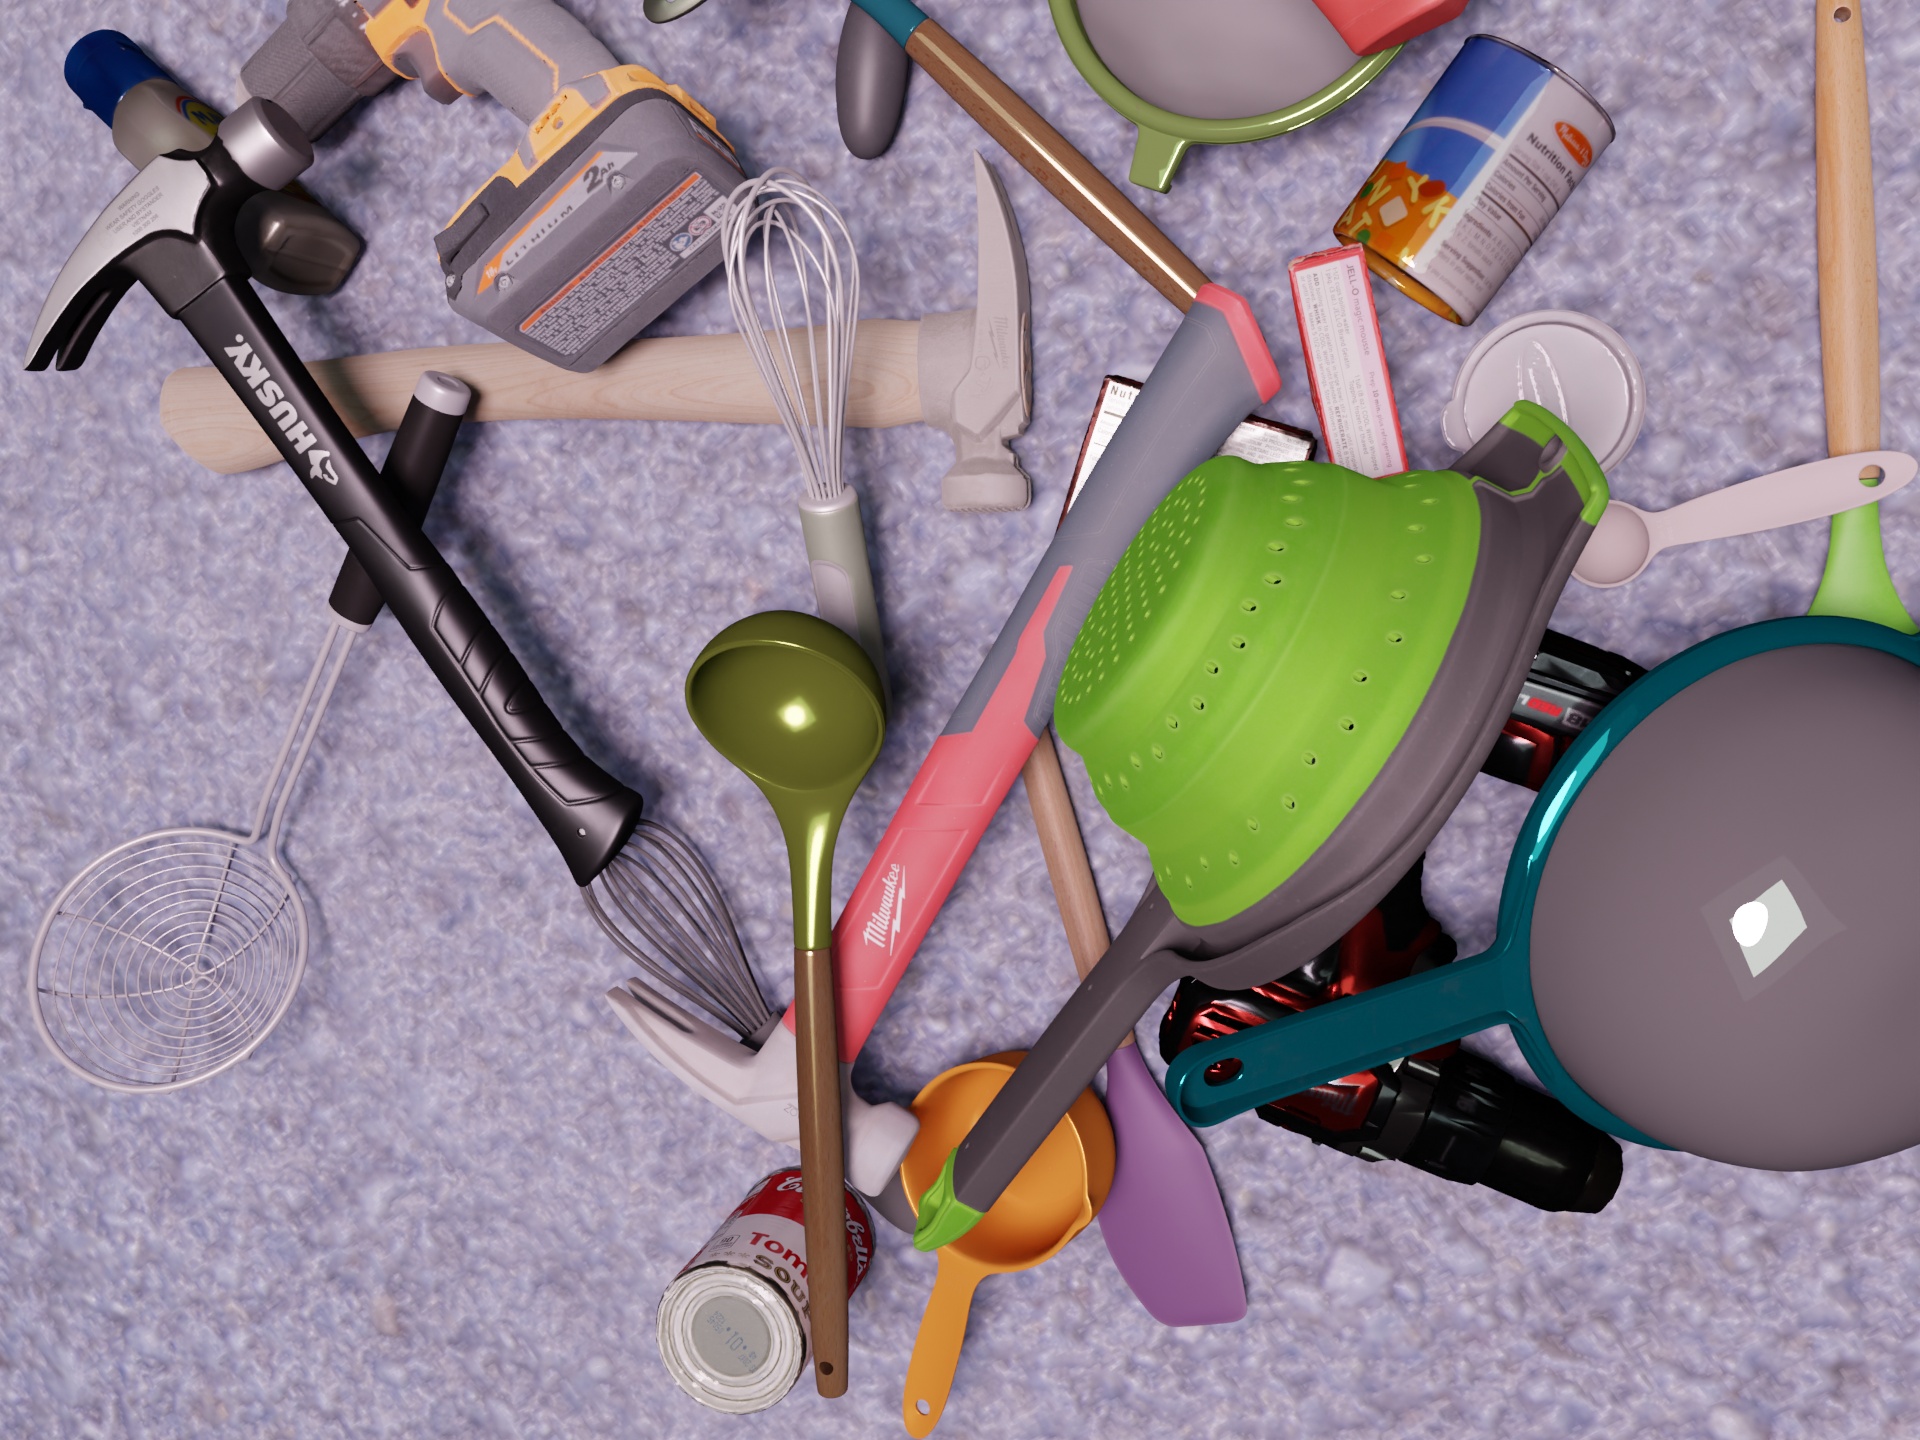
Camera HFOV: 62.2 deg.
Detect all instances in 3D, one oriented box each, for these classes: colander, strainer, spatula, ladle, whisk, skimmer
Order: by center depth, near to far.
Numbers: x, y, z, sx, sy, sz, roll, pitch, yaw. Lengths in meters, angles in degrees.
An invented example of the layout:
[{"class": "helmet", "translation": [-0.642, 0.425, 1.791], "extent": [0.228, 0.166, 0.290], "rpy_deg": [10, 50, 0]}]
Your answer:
[{"class": "strainer", "translation": [0.242, 0.093, 0.537], "extent": [0.340, 0.095, 0.211], "rpy_deg": [-16, 109, -8]}, {"class": "colander", "translation": [0.055, 0.041, 0.567], "extent": [0.094, 0.205, 0.397], "rpy_deg": [29, 114, -9]}, {"class": "strainer", "translation": [0.089, -0.338, 0.607], "extent": [0.151, 0.069, 0.256], "rpy_deg": [-27, 85, 22]}, {"class": "ladle", "translation": [-0.061, 0.117, 0.617], "extent": [0.078, 0.062, 0.320], "rpy_deg": [0, 97, 16]}, {"class": "spatula", "translation": [-0.001, -0.249, 0.618], "extent": [0.317, 0.044, 0.082], "rpy_deg": [42, 109, -2]}, {"class": "whisk", "translation": [-0.026, -0.374, 0.636], "extent": [0.070, 0.070, 0.284], "rpy_deg": [10, 104, 12]}, {"class": "whisk", "translation": [-0.055, -0.096, 0.637], "extent": [0.058, 0.059, 0.246], "rpy_deg": [10, 128, 25]}, {"class": "spatula", "translation": [0.060, 0.117, 0.695], "extent": [0.060, 0.018, 0.316], "rpy_deg": [-14, 94, 24]}, {"class": "skimmer", "translation": [-0.315, 0.008, 0.717], "extent": [0.127, 0.090, 0.363], "rpy_deg": [34, 111, 8]}, {"class": "whisk", "translation": [-0.090, 0.139, 0.722], "extent": [0.055, 0.055, 0.239], "rpy_deg": [-39, 92, 15]}]

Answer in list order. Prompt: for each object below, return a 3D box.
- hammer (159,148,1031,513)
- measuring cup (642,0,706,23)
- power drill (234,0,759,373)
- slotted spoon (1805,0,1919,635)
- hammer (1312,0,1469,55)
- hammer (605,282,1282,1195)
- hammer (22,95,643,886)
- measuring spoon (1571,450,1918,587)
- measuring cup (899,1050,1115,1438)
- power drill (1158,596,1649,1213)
[{"class": "hammer", "translation": [-0.171, -0.160, 0.706], "extent": [0.410, 0.038, 0.146], "rpy_deg": [0, 96, 14]}, {"class": "measuring cup", "translation": [-0.060, -0.309, 0.570], "extent": [0.167, 0.038, 0.083], "rpy_deg": [-31, 90, 22]}, {"class": "power drill", "translation": [-0.204, -0.253, 0.663], "extent": [0.185, 0.084, 0.226], "rpy_deg": [-36, 71, 15]}, {"class": "slotted spoon", "translation": [0.333, -0.116, 0.598], "extent": [0.070, 0.031, 0.314], "rpy_deg": [-3, 95, 17]}, {"class": "hammer", "translation": [0.035, -0.359, 0.562], "extent": [0.359, 0.037, 0.149], "rpy_deg": [39, 118, 12]}, {"class": "hammer", "translation": [-0.001, -0.002, 0.640], "extent": [0.143, 0.038, 0.386], "rpy_deg": [31, 101, 8]}, {"class": "hammer", "translation": [-0.244, -0.073, 0.663], "extent": [0.146, 0.035, 0.334], "rpy_deg": [-32, 98, 12]}, {"class": "measuring spoon", "translation": [0.293, -0.079, 0.605], "extent": [0.124, 0.018, 0.034], "rpy_deg": [-14, 87, 26]}, {"class": "measuring cup", "translation": [0.012, 0.227, 0.695], "extent": [0.095, 0.052, 0.173], "rpy_deg": [20, 100, 25]}, {"class": "power drill", "translation": [0.200, 0.076, 0.629], "extent": [0.188, 0.080, 0.226], "rpy_deg": [22, 104, 10]}]
